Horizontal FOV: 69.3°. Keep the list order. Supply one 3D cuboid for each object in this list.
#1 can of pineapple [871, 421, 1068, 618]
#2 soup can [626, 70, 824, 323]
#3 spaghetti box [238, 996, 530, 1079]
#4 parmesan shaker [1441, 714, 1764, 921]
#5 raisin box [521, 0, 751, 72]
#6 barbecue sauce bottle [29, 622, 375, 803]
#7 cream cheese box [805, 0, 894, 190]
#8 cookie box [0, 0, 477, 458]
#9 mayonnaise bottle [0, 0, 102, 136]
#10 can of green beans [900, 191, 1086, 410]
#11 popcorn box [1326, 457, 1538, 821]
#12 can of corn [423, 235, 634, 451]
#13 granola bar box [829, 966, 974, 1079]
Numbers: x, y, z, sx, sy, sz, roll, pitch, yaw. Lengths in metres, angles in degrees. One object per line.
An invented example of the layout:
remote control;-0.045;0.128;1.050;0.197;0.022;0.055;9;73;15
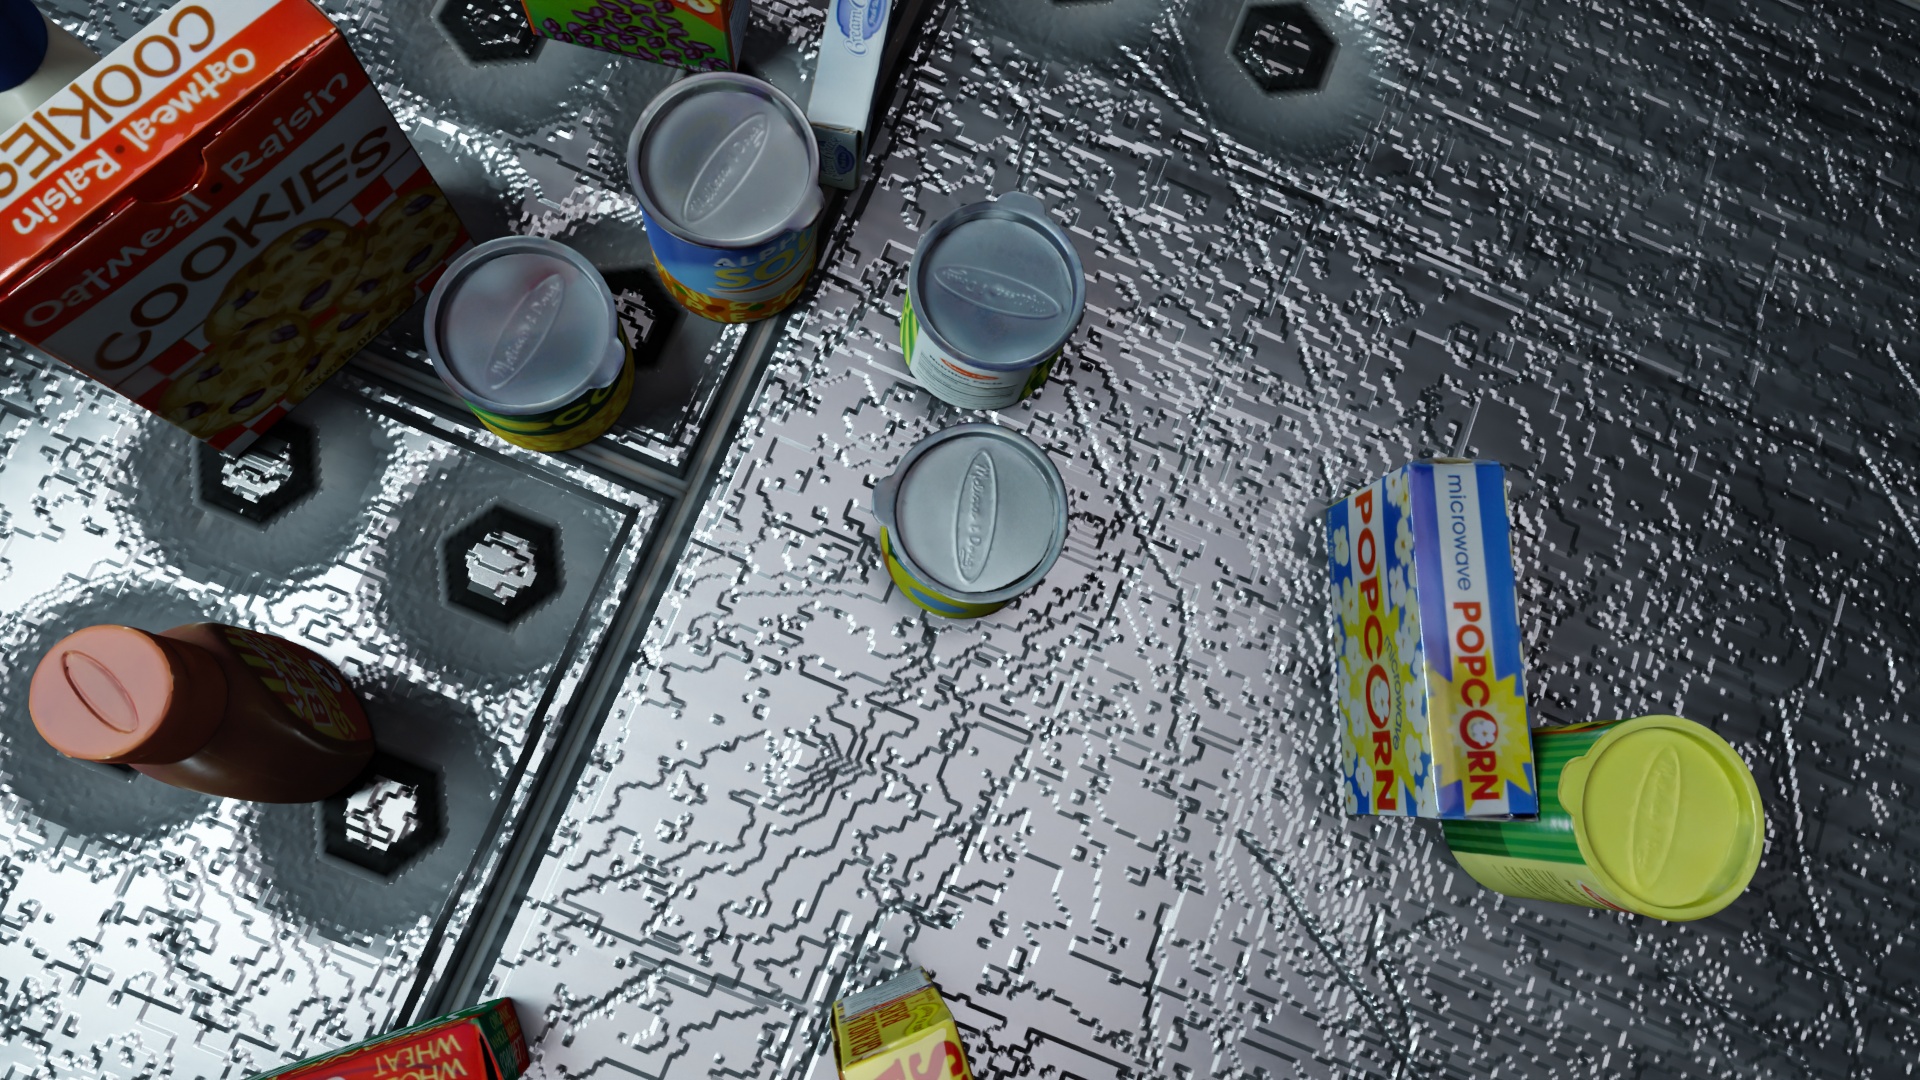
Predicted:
can of pineapple;0.002;-0.007;0.521;0.071;0.057;0.071;1;79;-6
soup can;-0.084;-0.123;0.520;0.071;0.083;0.071;1;80;-6
spaghetti box;-0.271;0.204;0.455;0.250;0.050;0.029;-16;82;-9
parmesan shaker;0.223;0.098;0.502;0.071;0.103;0.071;1;80;-6
raisin box;-0.125;-0.226;0.515;0.086;0.123;0.040;13;79;-4
barbecue sauce bottle;-0.235;0.053;0.437;0.044;0.148;0.065;-42;87;-11
cream cheese box;-0.042;-0.199;0.555;0.024;0.053;0.104;11;79;-4
cookie box;-0.235;-0.099;0.456;0.040;0.167;0.123;44;78;3
mayonnaise bottle;-0.306;-0.149;0.468;0.065;0.148;0.041;27;78;-1
can of green beans;0.011;-0.089;0.537;0.071;0.057;0.071;1;79;-6
popcorn box;0.172;0.040;0.517;0.038;0.085;0.127;0;80;-6
can of corn;-0.155;-0.070;0.515;0.071;0.058;0.071;1;79;-6
granola bar box;0.002;0.230;0.442;0.039;0.124;0.165;-18;82;-9
